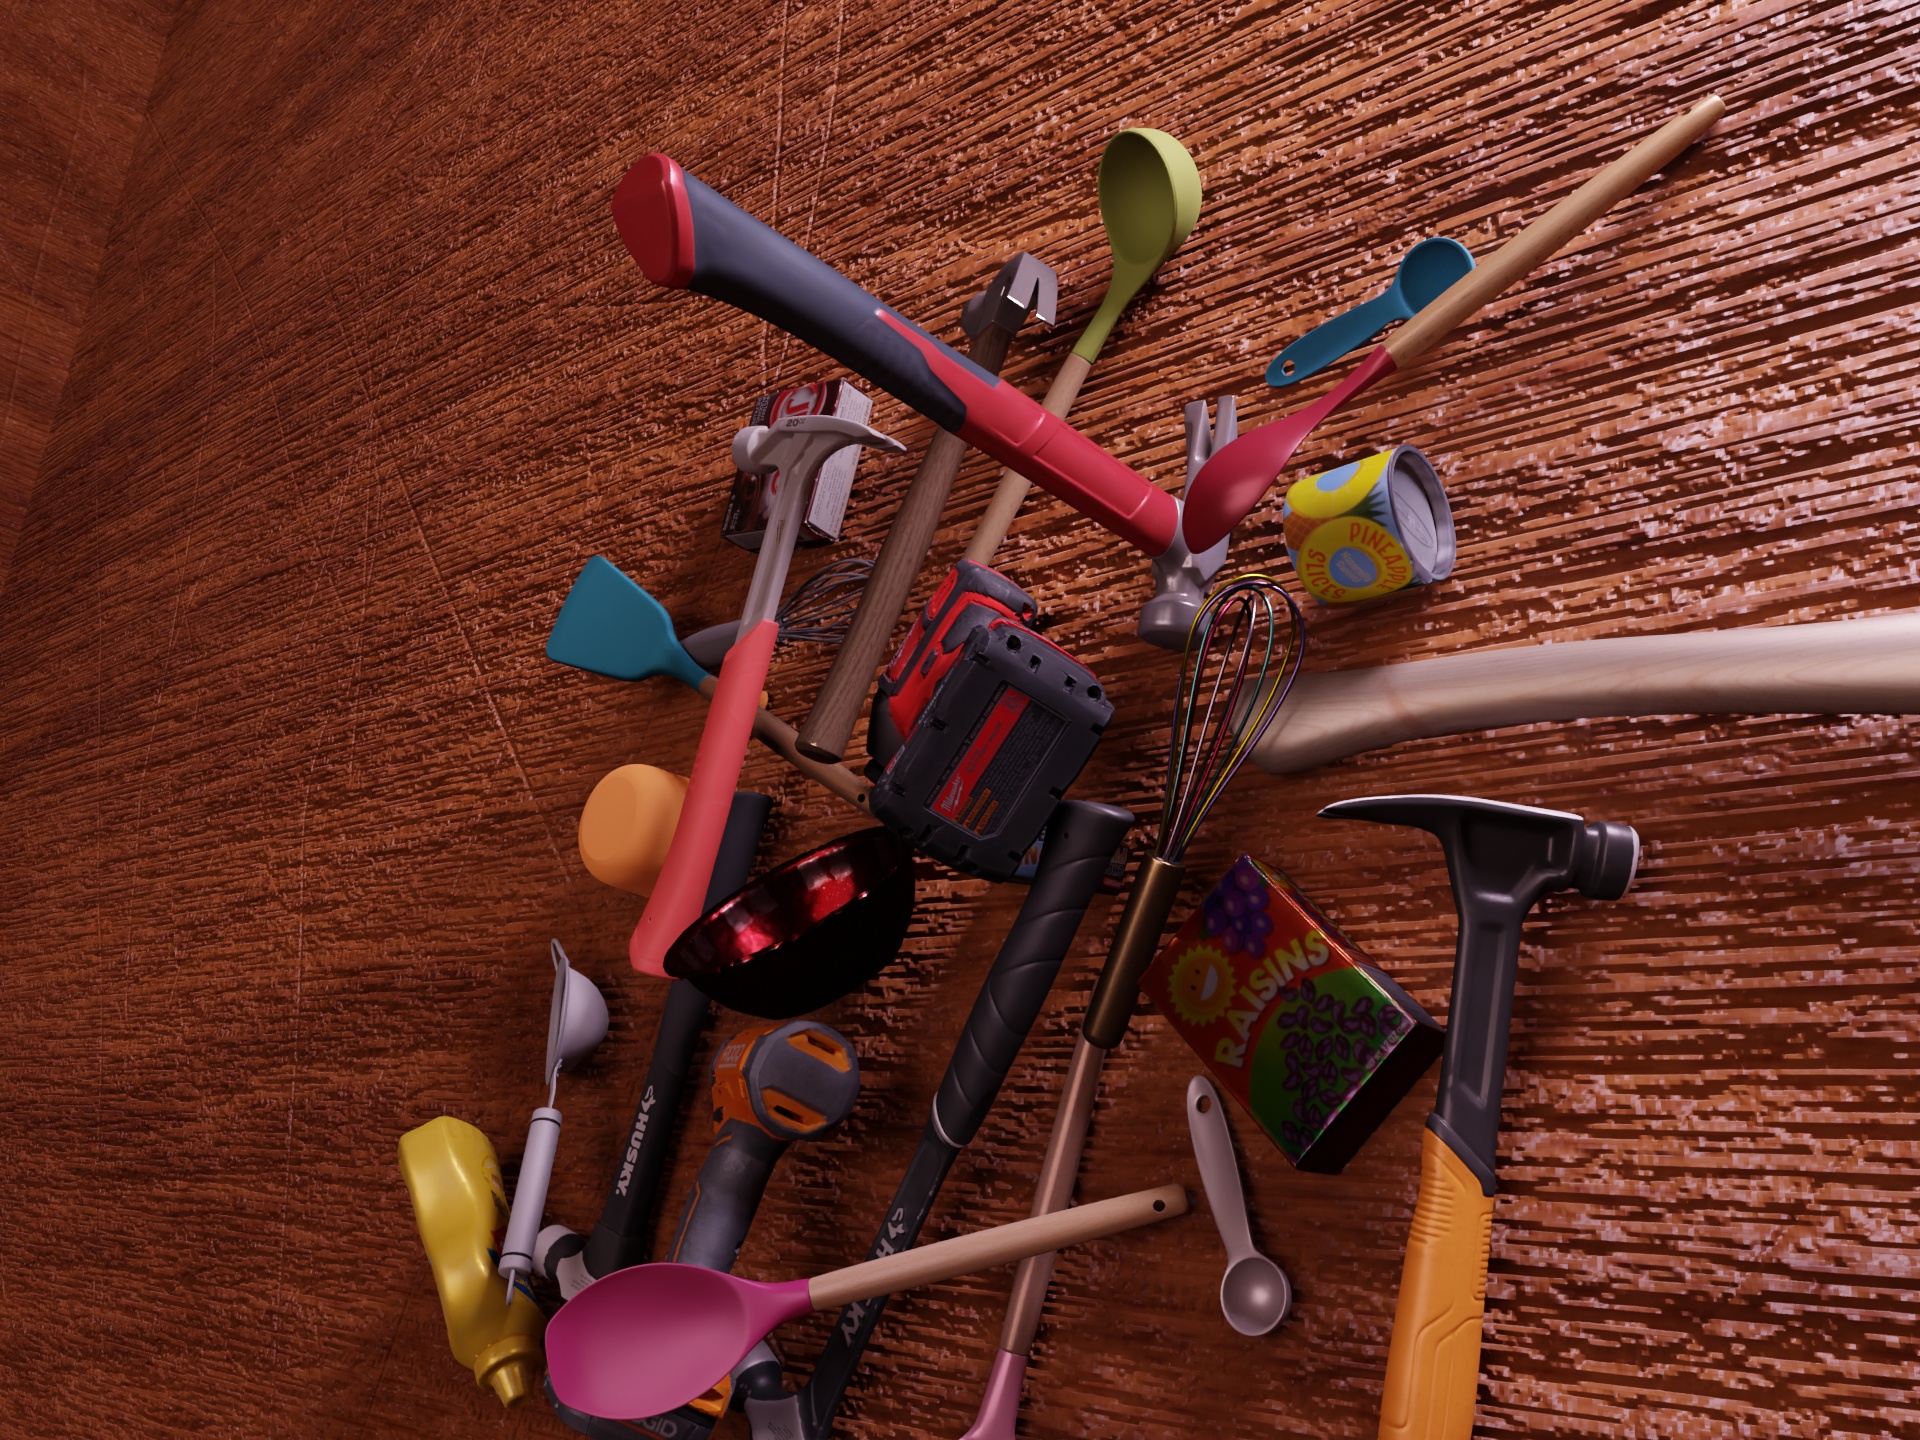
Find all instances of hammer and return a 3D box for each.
[{"bbox_3d":[-0.177,0.207,1.008,0.146,0.035,0.335,6,77,45],"label":"hammer"},{"bbox_3d":[-0.134,-0.014,0.989,0.149,0.036,0.359,11,85,48],"label":"hammer"},{"bbox_3d":[0.008,-0.160,0.733,0.038,0.386,0.143,-3,71,43],"label":"hammer"},{"bbox_3d":[-0.020,-0.129,0.932,0.331,0.031,0.130,-68,15,-13],"label":"hammer"},{"bbox_3d":[0.294,-0.027,0.663,0.411,0.038,0.146,-5,68,42],"label":"hammer"},{"bbox_3d":[-0.010,0.222,0.806,0.149,0.036,0.409,36,106,44],"label":"hammer"},{"bbox_3d":[0.189,0.197,0.637,0.127,0.034,0.337,8,81,4],"label":"hammer"}]

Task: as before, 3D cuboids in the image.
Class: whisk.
[{"bbox_3d":[-0.122,-0.064,1.064,0.239,0.055,0.055,-14,64,44],"label":"whisk"},{"bbox_3d":[0.103,0.045,0.769,0.051,0.047,0.245,28,104,43],"label":"whisk"}]

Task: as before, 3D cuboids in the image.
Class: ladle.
[{"bbox_3d":[0.051,-0.197,0.948,0.078,0.062,0.320,38,103,51],"label":"ladle"},{"bbox_3d":[0.228,-0.190,0.763,0.315,0.031,0.069,-38,19,11],"label":"ladle"}]

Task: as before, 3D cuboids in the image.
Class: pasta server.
[{"bbox_3d":[0.034,0.282,0.777,0.060,0.040,0.316,15,79,3],"label":"pasta server"}]

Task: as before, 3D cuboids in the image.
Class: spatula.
[{"bbox_3d":[-0.161,-0.013,1.051,0.318,0.044,0.082,32,96,37],"label":"spatula"}]

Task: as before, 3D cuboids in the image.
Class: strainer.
[{"bbox_3d":[-0.265,0.253,1.030,0.086,0.050,0.259,116,163,-44],"label":"strainer"}]

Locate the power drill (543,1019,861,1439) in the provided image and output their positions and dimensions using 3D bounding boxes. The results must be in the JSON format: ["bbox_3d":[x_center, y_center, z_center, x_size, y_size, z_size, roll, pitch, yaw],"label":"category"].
[{"bbox_3d":[-0.140,0.273,0.873,0.226,0.084,0.164,-64,12,-20],"label":"power drill"}]

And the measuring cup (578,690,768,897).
[{"bbox_3d":[-0.197,0.041,1.080,0.173,0.052,0.095,-52,46,15],"label":"measuring cup"}]

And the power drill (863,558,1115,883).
[{"bbox_3d":[-0.001,-0.003,0.850,0.143,0.078,0.220,-57,15,8],"label":"power drill"}]

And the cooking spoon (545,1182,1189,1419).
[{"bbox_3d":[-0.046,0.268,0.760,0.319,0.017,0.069,-16,75,4],"label":"cooking spoon"}]

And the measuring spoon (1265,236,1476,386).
[{"bbox_3d":[0.214,-0.207,0.829,0.128,0.021,0.042,-26,79,44],"label":"measuring spoon"}]

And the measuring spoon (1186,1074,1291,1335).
[{"bbox_3d":[0.127,0.222,0.734,0.034,0.018,0.124,-36,45,28],"label":"measuring spoon"}]
